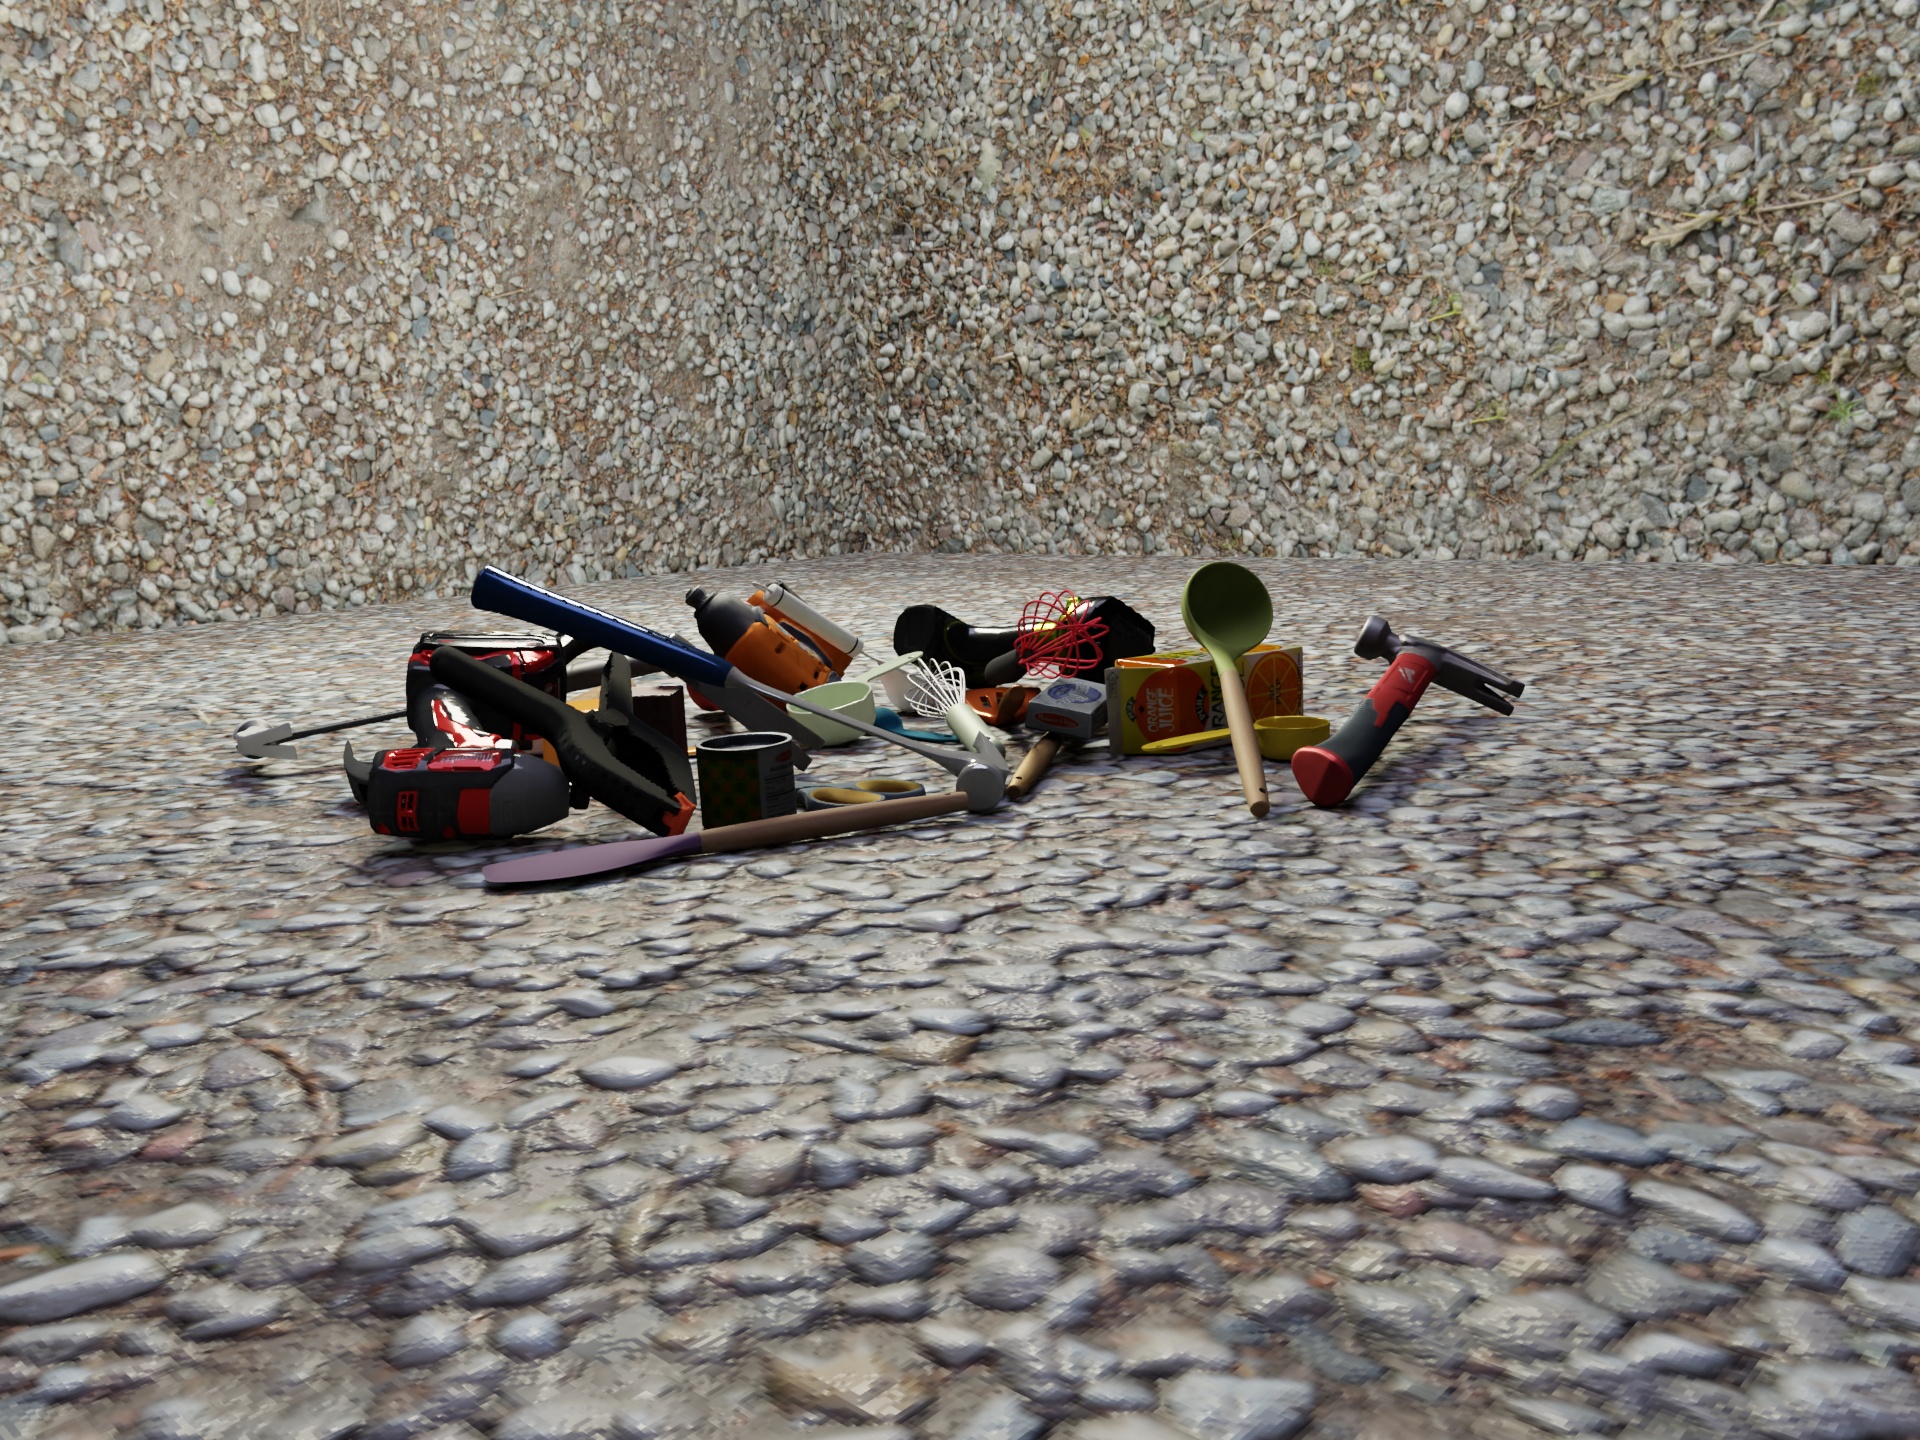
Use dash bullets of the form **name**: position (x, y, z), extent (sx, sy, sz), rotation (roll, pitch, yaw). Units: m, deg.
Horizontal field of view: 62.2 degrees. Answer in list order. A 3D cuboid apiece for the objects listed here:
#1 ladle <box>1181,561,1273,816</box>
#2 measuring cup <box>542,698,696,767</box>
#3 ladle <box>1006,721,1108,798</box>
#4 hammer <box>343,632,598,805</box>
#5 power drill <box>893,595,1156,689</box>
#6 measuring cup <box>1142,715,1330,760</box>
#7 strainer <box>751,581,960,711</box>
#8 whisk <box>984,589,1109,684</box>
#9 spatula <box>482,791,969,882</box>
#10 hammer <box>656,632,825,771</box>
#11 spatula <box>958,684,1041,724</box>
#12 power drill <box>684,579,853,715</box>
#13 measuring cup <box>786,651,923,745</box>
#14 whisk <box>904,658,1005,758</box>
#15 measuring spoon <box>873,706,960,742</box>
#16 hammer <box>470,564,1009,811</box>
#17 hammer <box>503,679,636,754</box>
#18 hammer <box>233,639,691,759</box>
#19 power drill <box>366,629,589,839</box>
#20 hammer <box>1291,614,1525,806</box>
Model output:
- **ladle**: position (0.207, -0.029, 1.169), extent (0.078, 0.062, 0.320), rotation (23, 27, -10)
- **measuring cup**: position (-0.267, 0.007, 1.346), extent (0.173, 0.052, 0.095), rotation (-6, 10, -6)
- **ladle**: position (0.073, 0.018, 1.269), extent (0.069, 0.031, 0.315), rotation (6, 13, 12)
- **hammer**: position (-0.390, -0.014, 1.330), extent (0.128, 0.033, 0.331), rotation (1, 25, 18)
- **power drill**: position (0.069, -0.066, 1.551), extent (0.223, 0.080, 0.171), rotation (1, -14, 32)
- **measuring cup**: position (0.210, 0.021, 1.214), extent (0.156, 0.029, 0.062), rotation (-8, 11, -18)
- **strainer**: position (-0.096, -0.064, 1.492), extent (0.258, 0.050, 0.087), rotation (33, -6, -32)
- **whisk**: position (0.061, -0.058, 1.341), extent (0.073, 0.073, 0.296), rotation (-5, -5, -11)
- **spatula**: position (-0.141, 0.075, 1.016), extent (0.316, 0.018, 0.060), rotation (-8, 12, -21)
- **hammer**: position (-0.206, -0.017, 1.416), extent (0.149, 0.037, 0.359), rotation (37, -6, -9)
- **spatula**: position (0.040, -0.020, 1.356), extent (0.081, 0.041, 0.322), rotation (-3, -3, -1)
- **power drill**: position (-0.183, -0.077, 1.532), extent (0.164, 0.084, 0.226), rotation (41, 7, -5)
- **measuring cup**: position (-0.084, -0.020, 1.417), extent (0.083, 0.038, 0.167), rotation (4, 23, 38)
- **whisk**: position (-0.002, -0.004, 1.339), extent (0.058, 0.059, 0.246), rotation (-28, 21, -4)
- **measuring spoon**: position (-0.043, 0.003, 1.397), extent (0.042, 0.021, 0.129), rotation (-11, 13, -41)
- **hammer**: position (-0.157, -0.027, 1.157), extent (0.405, 0.035, 0.144), rotation (20, 8, 1)
- **hammer**: position (-0.369, -0.007, 1.522), extent (0.130, 0.031, 0.331), rotation (-2, 9, 5)
- **hammer**: position (-0.436, -0.022, 1.443), extent (0.409, 0.036, 0.149), rotation (-14, 9, -28)
- **power drill**: position (-0.338, 0.013, 1.141), extent (0.143, 0.078, 0.220), rotation (1, 26, -13)
- **hammer**: position (0.337, -0.001, 1.213), extent (0.143, 0.038, 0.386), rotation (26, 25, 17)
